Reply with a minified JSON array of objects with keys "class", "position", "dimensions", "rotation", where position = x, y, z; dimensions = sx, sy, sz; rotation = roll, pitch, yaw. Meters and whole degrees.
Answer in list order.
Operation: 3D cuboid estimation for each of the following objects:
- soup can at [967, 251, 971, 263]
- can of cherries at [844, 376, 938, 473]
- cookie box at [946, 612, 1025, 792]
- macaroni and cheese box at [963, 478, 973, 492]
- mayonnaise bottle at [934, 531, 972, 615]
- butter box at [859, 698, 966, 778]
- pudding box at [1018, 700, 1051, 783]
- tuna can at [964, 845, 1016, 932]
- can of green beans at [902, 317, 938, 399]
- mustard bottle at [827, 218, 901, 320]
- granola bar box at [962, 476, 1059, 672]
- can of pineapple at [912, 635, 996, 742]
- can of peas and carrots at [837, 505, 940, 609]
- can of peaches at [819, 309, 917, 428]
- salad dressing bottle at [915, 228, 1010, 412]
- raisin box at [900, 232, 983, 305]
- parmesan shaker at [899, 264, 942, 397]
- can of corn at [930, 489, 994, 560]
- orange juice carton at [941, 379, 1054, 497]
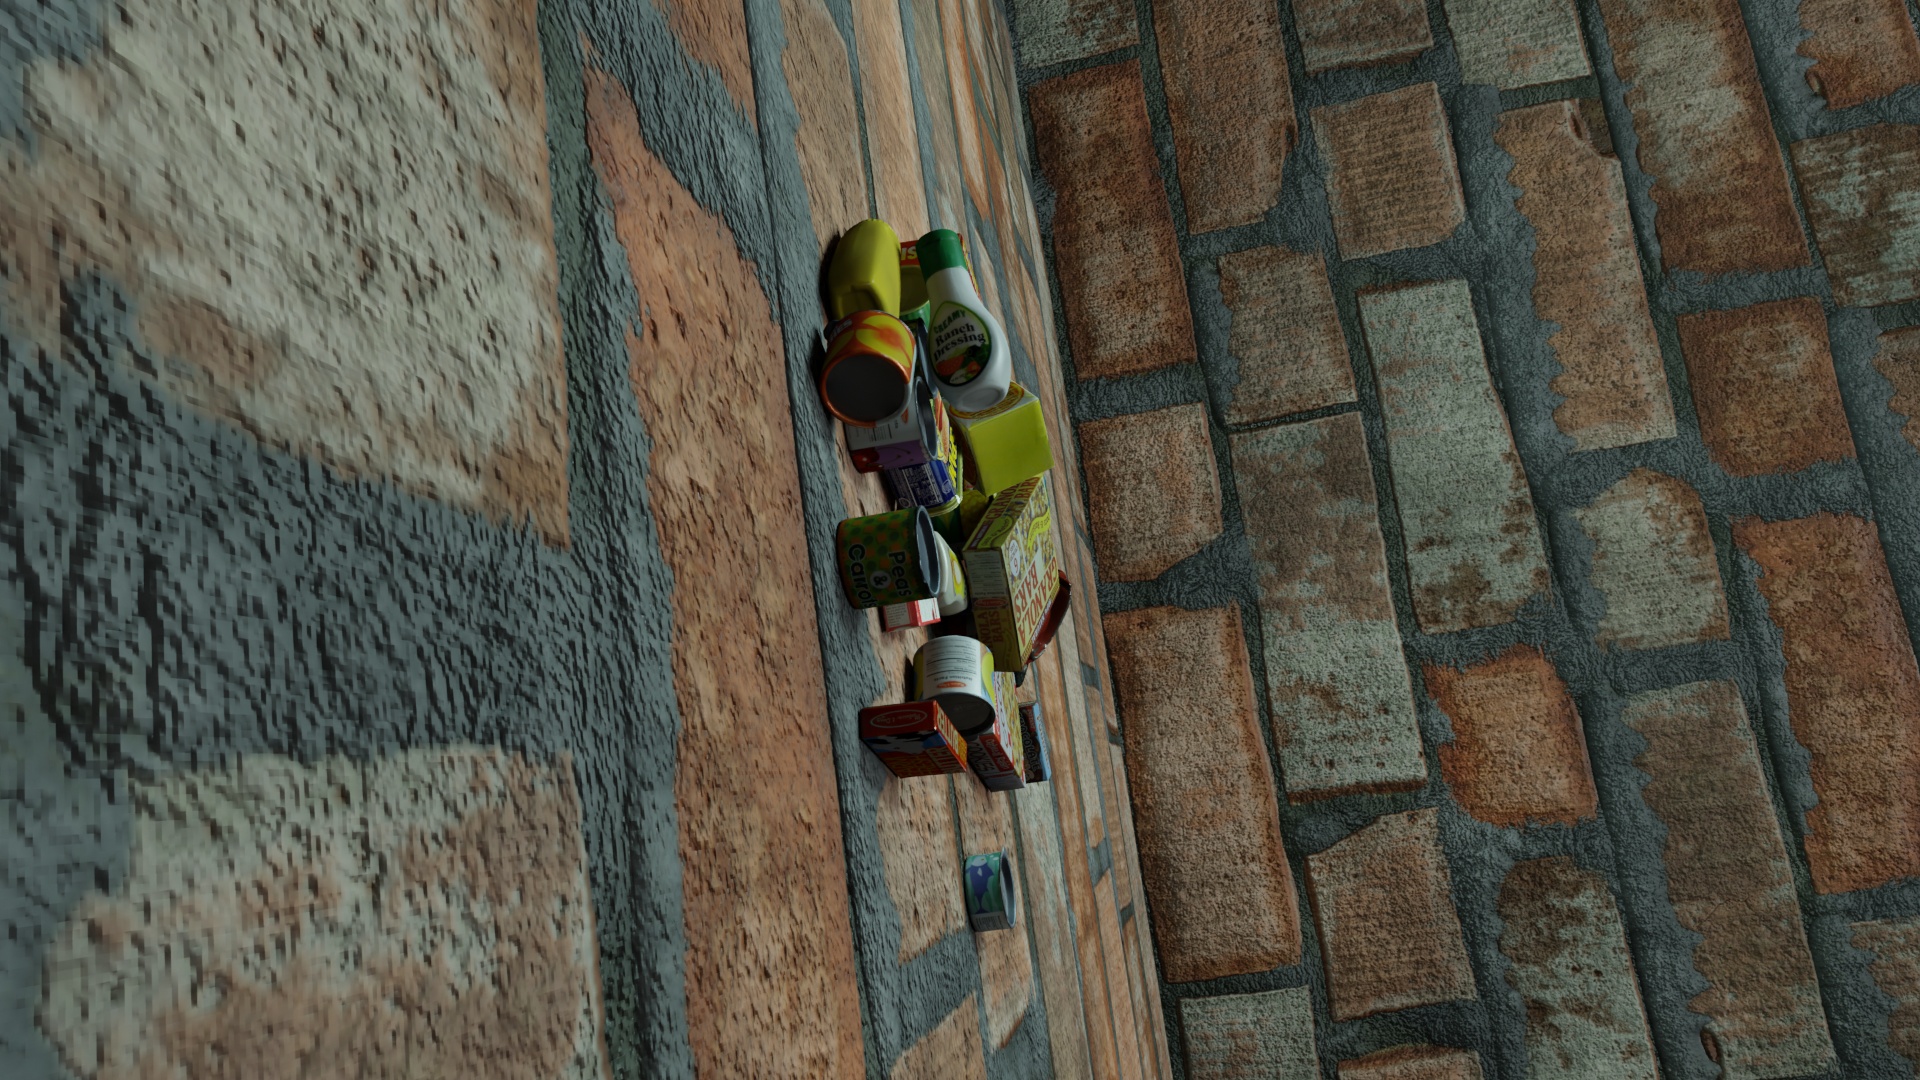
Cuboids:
[{"class":"soup can","position":[-0.016,-0.248,1.419],"dimensions":[0.071,0.071,0.083],"rotation":[-49,129,-78]},{"class":"can of cherries","position":[-0.052,-0.087,1.063],"dimensions":[0.071,0.058,0.071],"rotation":[-13,92,-81]},{"class":"cookie box","position":[0.024,0.157,1.329],"dimensions":[0.166,0.040,0.123],"rotation":[65,18,-61]},{"class":"macaroni and cheese box","position":[0.037,-0.010,1.565],"dimensions":[0.123,0.040,0.167],"rotation":[67,16,-52]},{"class":"mayonnaise bottle","position":[-0.016,0.035,1.205],"dimensions":[0.148,0.041,0.065],"rotation":[44,36,-73]},{"class":"butter box","position":[-0.031,0.140,0.973],"dimensions":[0.103,0.053,0.024],"rotation":[62,22,-61]},{"class":"pudding box","position":[0.065,0.215,1.473],"dimensions":[0.030,0.049,0.083],"rotation":[-27,107,-79]},{"class":"tuna can","position":[0.026,0.302,1.206],"dimensions":[0.071,0.033,0.071],"rotation":[-12,92,-81]},{"class":"can of green beans","position":[-0.054,-0.141,1.110],"dimensions":[0.071,0.058,0.071],"rotation":[-12,92,-81]},{"class":"mustard bottle","position":[-0.073,-0.217,1.101],"dimensions":[0.161,0.049,0.065],"rotation":[-88,165,-54]},{"class":"granola bar box","position":[0.051,0.028,1.282],"dimensions":[0.166,0.039,0.123],"rotation":[-57,141,-60]},{"class":"can of pineapple","position":[-0.005,0.119,1.109],"dimensions":[0.070,0.071,0.058],"rotation":[70,13,-47]},{"class":"can of peas and carrots","position":[-0.050,0.014,0.974],"dimensions":[0.071,0.059,0.071],"rotation":[-12,92,-80]},{"class":"can of peaches","position":[-0.068,-0.123,0.995],"dimensions":[0.058,0.071,0.071],"rotation":[-87,164,-52]},{"class":"salad dressing bottle","position":[-0.002,-0.175,1.095],"dimensions":[0.044,0.064,0.148],"rotation":[28,43,-60]},{"class":"raisin box","position":[-0.027,-0.216,1.261],"dimensions":[0.123,0.086,0.040],"rotation":[68,20,-51]},{"class":"parmesan shaker","position":[-0.037,-0.177,1.204],"dimensions":[0.102,0.071,0.072],"rotation":[71,13,-47]},{"class":"can of corn","position":[0.005,-0.017,1.328],"dimensions":[0.071,0.058,0.071],"rotation":[-12,92,-81]},{"class":"orange juice carton","position":[0.007,-0.117,1.286],"dimensions":[0.193,0.073,0.071],"rotation":[44,-26,56]}]
